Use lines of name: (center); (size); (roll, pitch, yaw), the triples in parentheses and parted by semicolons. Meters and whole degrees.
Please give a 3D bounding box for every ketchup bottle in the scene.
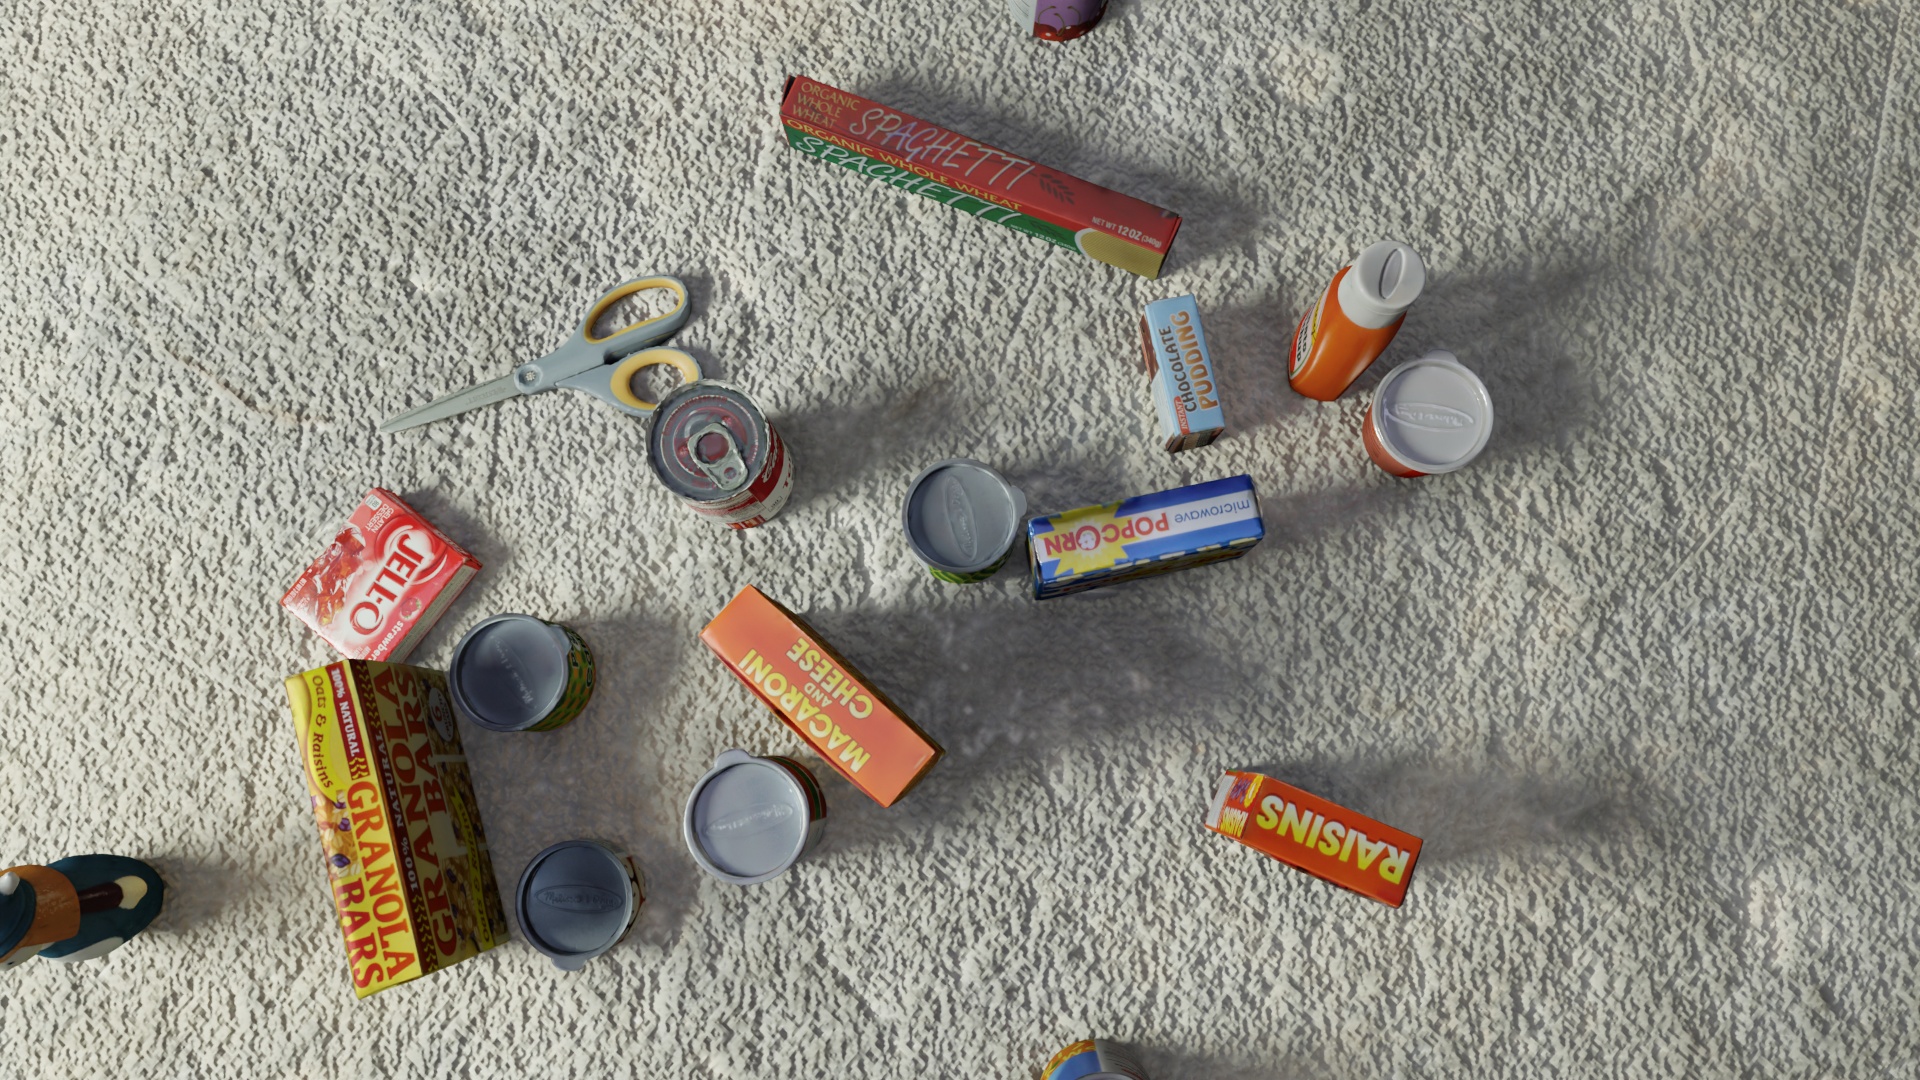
ketchup bottle: (0.219, -0.124, 0.770); (0.043, 0.148, 0.065); (18, 82, 4)

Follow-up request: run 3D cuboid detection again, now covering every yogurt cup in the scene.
yogurt cup: (0.268, -0.068, 0.809); (0.072, 0.054, 0.072); (0, 81, 1)

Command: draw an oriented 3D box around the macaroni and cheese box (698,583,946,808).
macaroni and cheese box: (-0.067, 0.085, 0.734); (0.124, 0.166, 0.040); (41, 85, 7)

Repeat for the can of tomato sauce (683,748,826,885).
can of tomato sauce: (-0.112, 0.150, 0.767); (0.071, 0.083, 0.071); (0, 81, 1)

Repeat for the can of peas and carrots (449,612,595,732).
can of peas and carrots: (-0.246, 0.075, 0.794); (0.071, 0.058, 0.071); (0, 81, 1)

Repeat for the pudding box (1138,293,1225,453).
pudding box: (0.129, -0.098, 0.818); (0.030, 0.049, 0.084); (-12, 81, -1)

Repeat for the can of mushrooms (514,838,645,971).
can of mushrooms: (-0.214, 0.205, 0.785); (0.071, 0.033, 0.071); (0, 81, 1)

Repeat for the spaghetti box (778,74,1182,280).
spaghetti box: (0.010, -0.219, 0.839); (0.250, 0.050, 0.029); (21, 83, 4)

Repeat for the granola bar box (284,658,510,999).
granola bar box: (-0.300, 0.150, 0.750); (0.039, 0.124, 0.165); (-17, 81, -1)

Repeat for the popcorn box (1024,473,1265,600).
popcorn box: (0.101, 0.000, 0.785); (0.127, 0.085, 0.038); (-12, 82, -1)

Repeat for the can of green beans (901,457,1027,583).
can of green beans: (0.001, -0.010, 0.803); (0.071, 0.057, 0.071); (0, 81, 1)

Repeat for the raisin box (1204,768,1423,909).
raisin box: (0.183, 0.156, 0.740); (0.086, 0.123, 0.040); (23, 83, 4)

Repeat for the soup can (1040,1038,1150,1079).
soup can: (0.073, 0.309, 0.738); (0.071, 0.083, 0.071); (0, 81, 1)

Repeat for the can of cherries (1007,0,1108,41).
can of cherries: (0.064, -0.351, 0.855); (0.071, 0.058, 0.071); (0, 81, 1)
